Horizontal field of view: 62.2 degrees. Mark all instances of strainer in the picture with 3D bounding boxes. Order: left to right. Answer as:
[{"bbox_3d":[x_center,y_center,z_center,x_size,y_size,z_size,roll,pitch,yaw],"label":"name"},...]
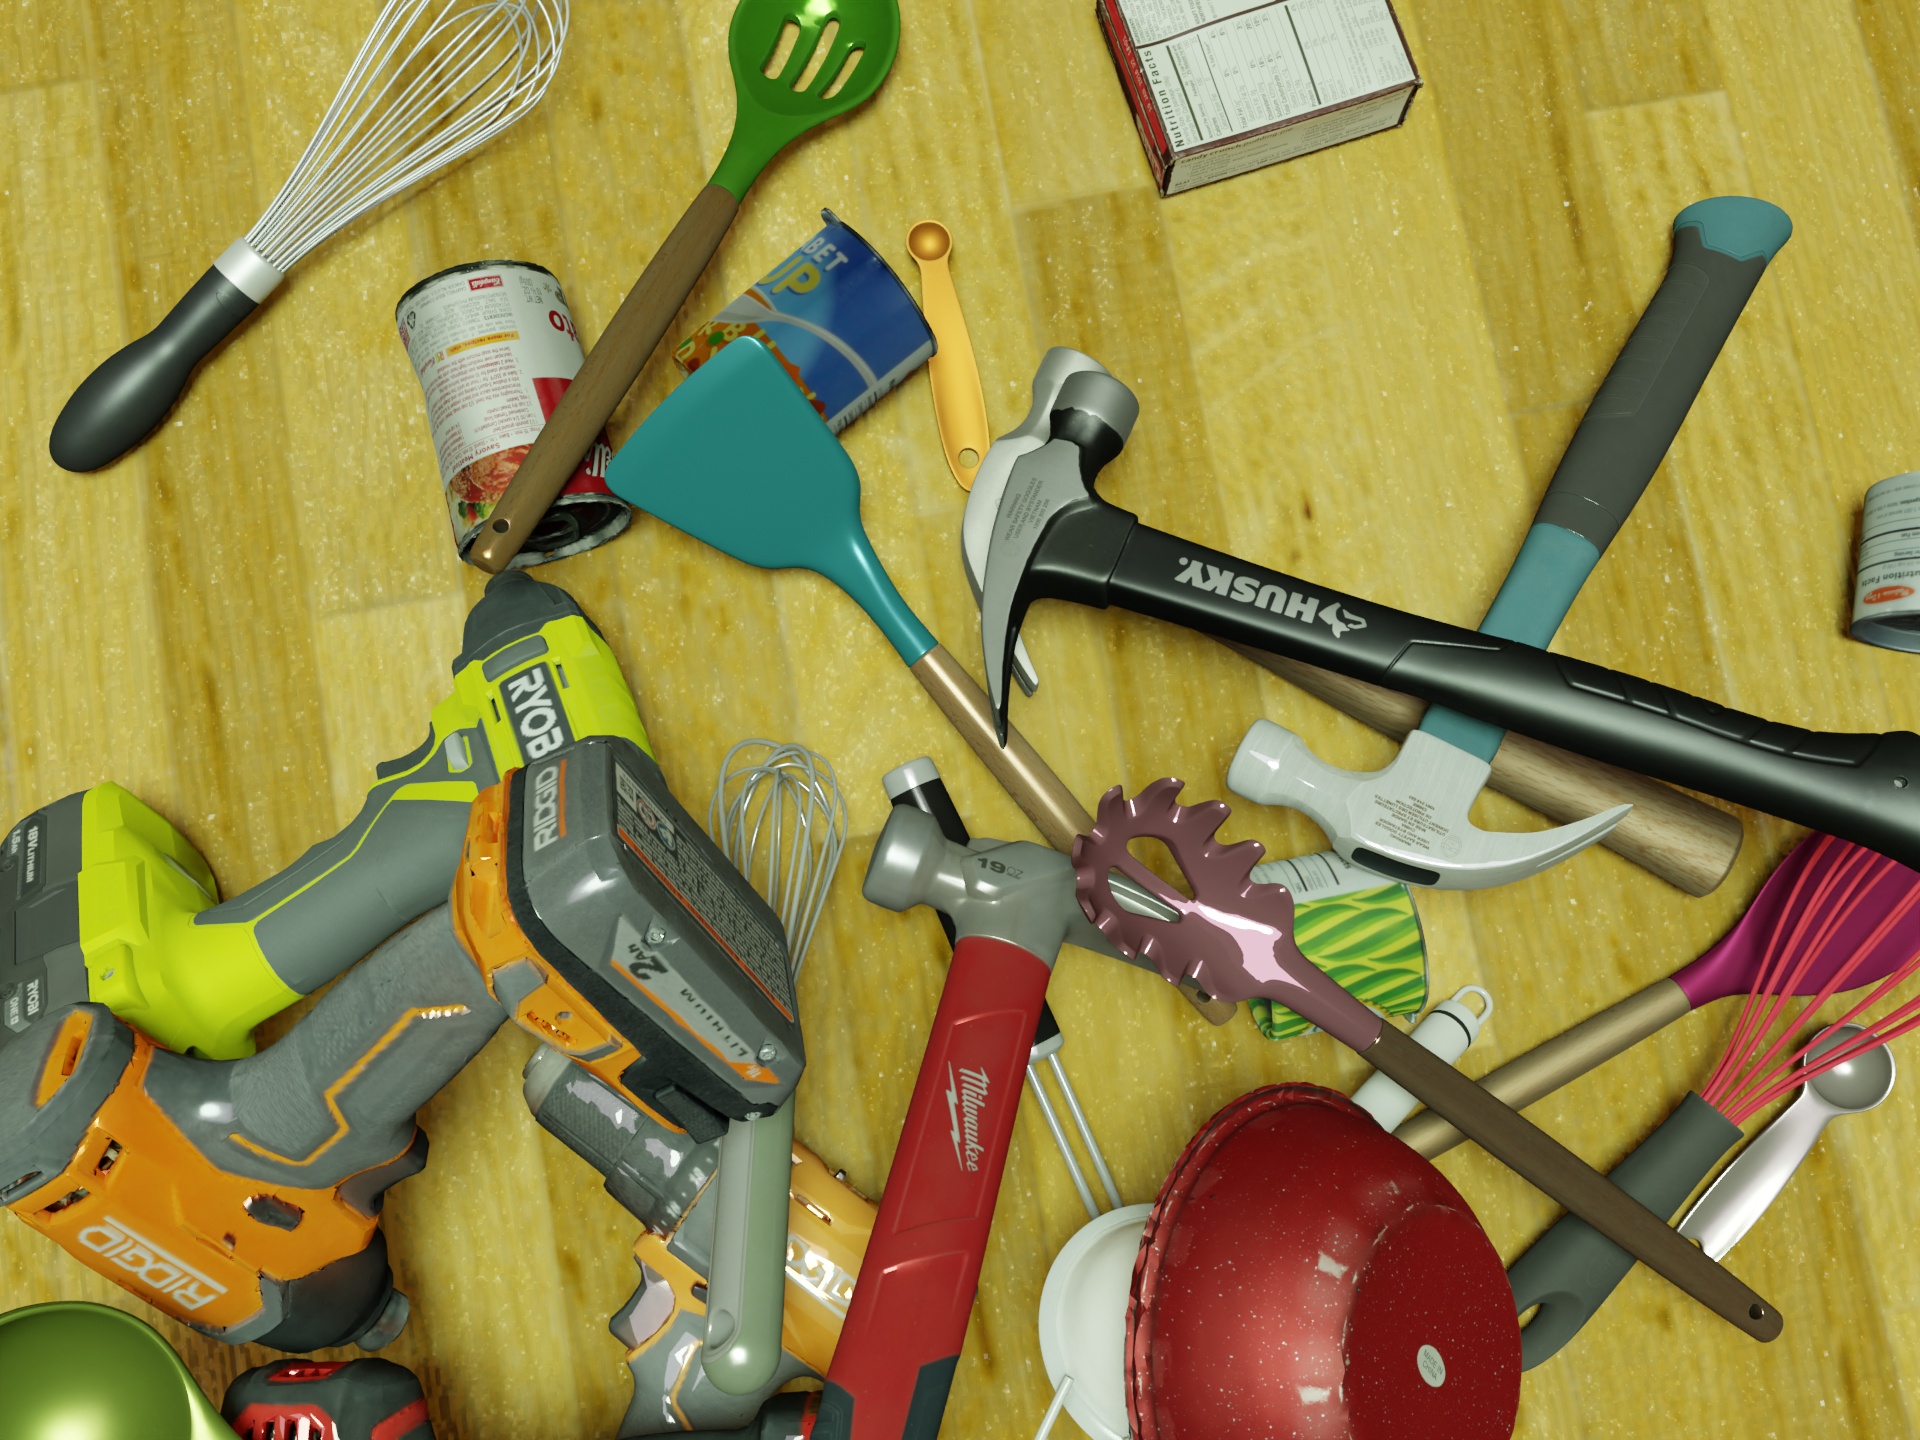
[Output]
[{"bbox_3d":[0.117,0.165,0.557,0.087,0.050,0.258,40,53,22],"label":"strainer"}]

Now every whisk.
[{"bbox_3d":[-0.265,-0.205,0.641,0.070,0.070,0.284,44,89,5],"label":"whisk"},{"bbox_3d":[-0.069,0.106,0.554,0.058,0.059,0.247,-32,42,32],"label":"whisk"},{"bbox_3d":[0.294,0.131,0.589,0.073,0.073,0.296,41,95,5],"label":"whisk"}]

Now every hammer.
[{"bbox_3d":[-0.006,0.194,0.461,0.143,0.038,0.387,21,48,-2],"label":"hammer"},{"bbox_3d":[0.151,-0.019,0.631,0.331,0.031,0.130,28,82,3],"label":"hammer"},{"bbox_3d":[0.165,-0.015,0.552,0.335,0.035,0.146,19,69,13],"label":"hammer"},{"bbox_3d":[0.236,-0.079,0.610,0.128,0.033,0.331,29,72,15],"label":"hammer"}]

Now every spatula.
[{"bbox_3d":[-0.001,-0.002,0.608,0.082,0.044,0.317,-40,91,16],"label":"spatula"}]

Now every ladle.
[{"bbox_3d":[-0.133,0.231,0.433,0.320,0.062,0.078,14,66,2],"label":"ladle"}]

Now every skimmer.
[{"bbox_3d":[0.065,0.172,0.574,0.127,0.090,0.363,-21,81,-25],"label":"skimmer"}]

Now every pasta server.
[{"bbox_3d":[0.166,0.125,0.550,0.316,0.040,0.060,36,80,-5],"label":"pasta server"}]

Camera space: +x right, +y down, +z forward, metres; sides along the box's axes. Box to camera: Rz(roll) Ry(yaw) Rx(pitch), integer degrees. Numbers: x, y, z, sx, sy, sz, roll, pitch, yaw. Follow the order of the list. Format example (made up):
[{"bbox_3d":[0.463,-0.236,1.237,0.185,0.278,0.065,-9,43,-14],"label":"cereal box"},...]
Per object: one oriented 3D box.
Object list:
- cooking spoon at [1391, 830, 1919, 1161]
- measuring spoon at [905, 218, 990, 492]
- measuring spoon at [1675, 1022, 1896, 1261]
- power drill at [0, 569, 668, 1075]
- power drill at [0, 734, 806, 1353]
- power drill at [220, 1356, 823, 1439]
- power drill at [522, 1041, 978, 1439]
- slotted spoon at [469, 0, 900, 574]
[{"bbox_3d":[0.257,0.119,0.619,0.319,0.017,0.068,-28,98,-4],"label":"cooking spoon"},{"bbox_3d":[-0.005,-0.151,0.660,0.021,0.011,0.117,-10,86,-5],"label":"measuring spoon"},{"bbox_3d":[0.313,0.168,0.618,0.034,0.018,0.124,40,91,8],"label":"measuring spoon"},{"bbox_3d":[-0.221,0.040,0.578,0.223,0.080,0.171,-28,48,-4],"label":"power drill"},{"bbox_3d":[-0.165,0.118,0.497,0.226,0.084,0.164,-29,126,7],"label":"power drill"},{"bbox_3d":[-0.121,0.293,0.480,0.226,0.080,0.188,1,74,-3],"label":"power drill"},{"bbox_3d":[-0.129,0.240,0.571,0.185,0.084,0.226,36,79,4],"label":"power drill"},{"bbox_3d":[-0.107,-0.186,0.620,0.070,0.031,0.314,24,68,3],"label":"slotted spoon"}]
